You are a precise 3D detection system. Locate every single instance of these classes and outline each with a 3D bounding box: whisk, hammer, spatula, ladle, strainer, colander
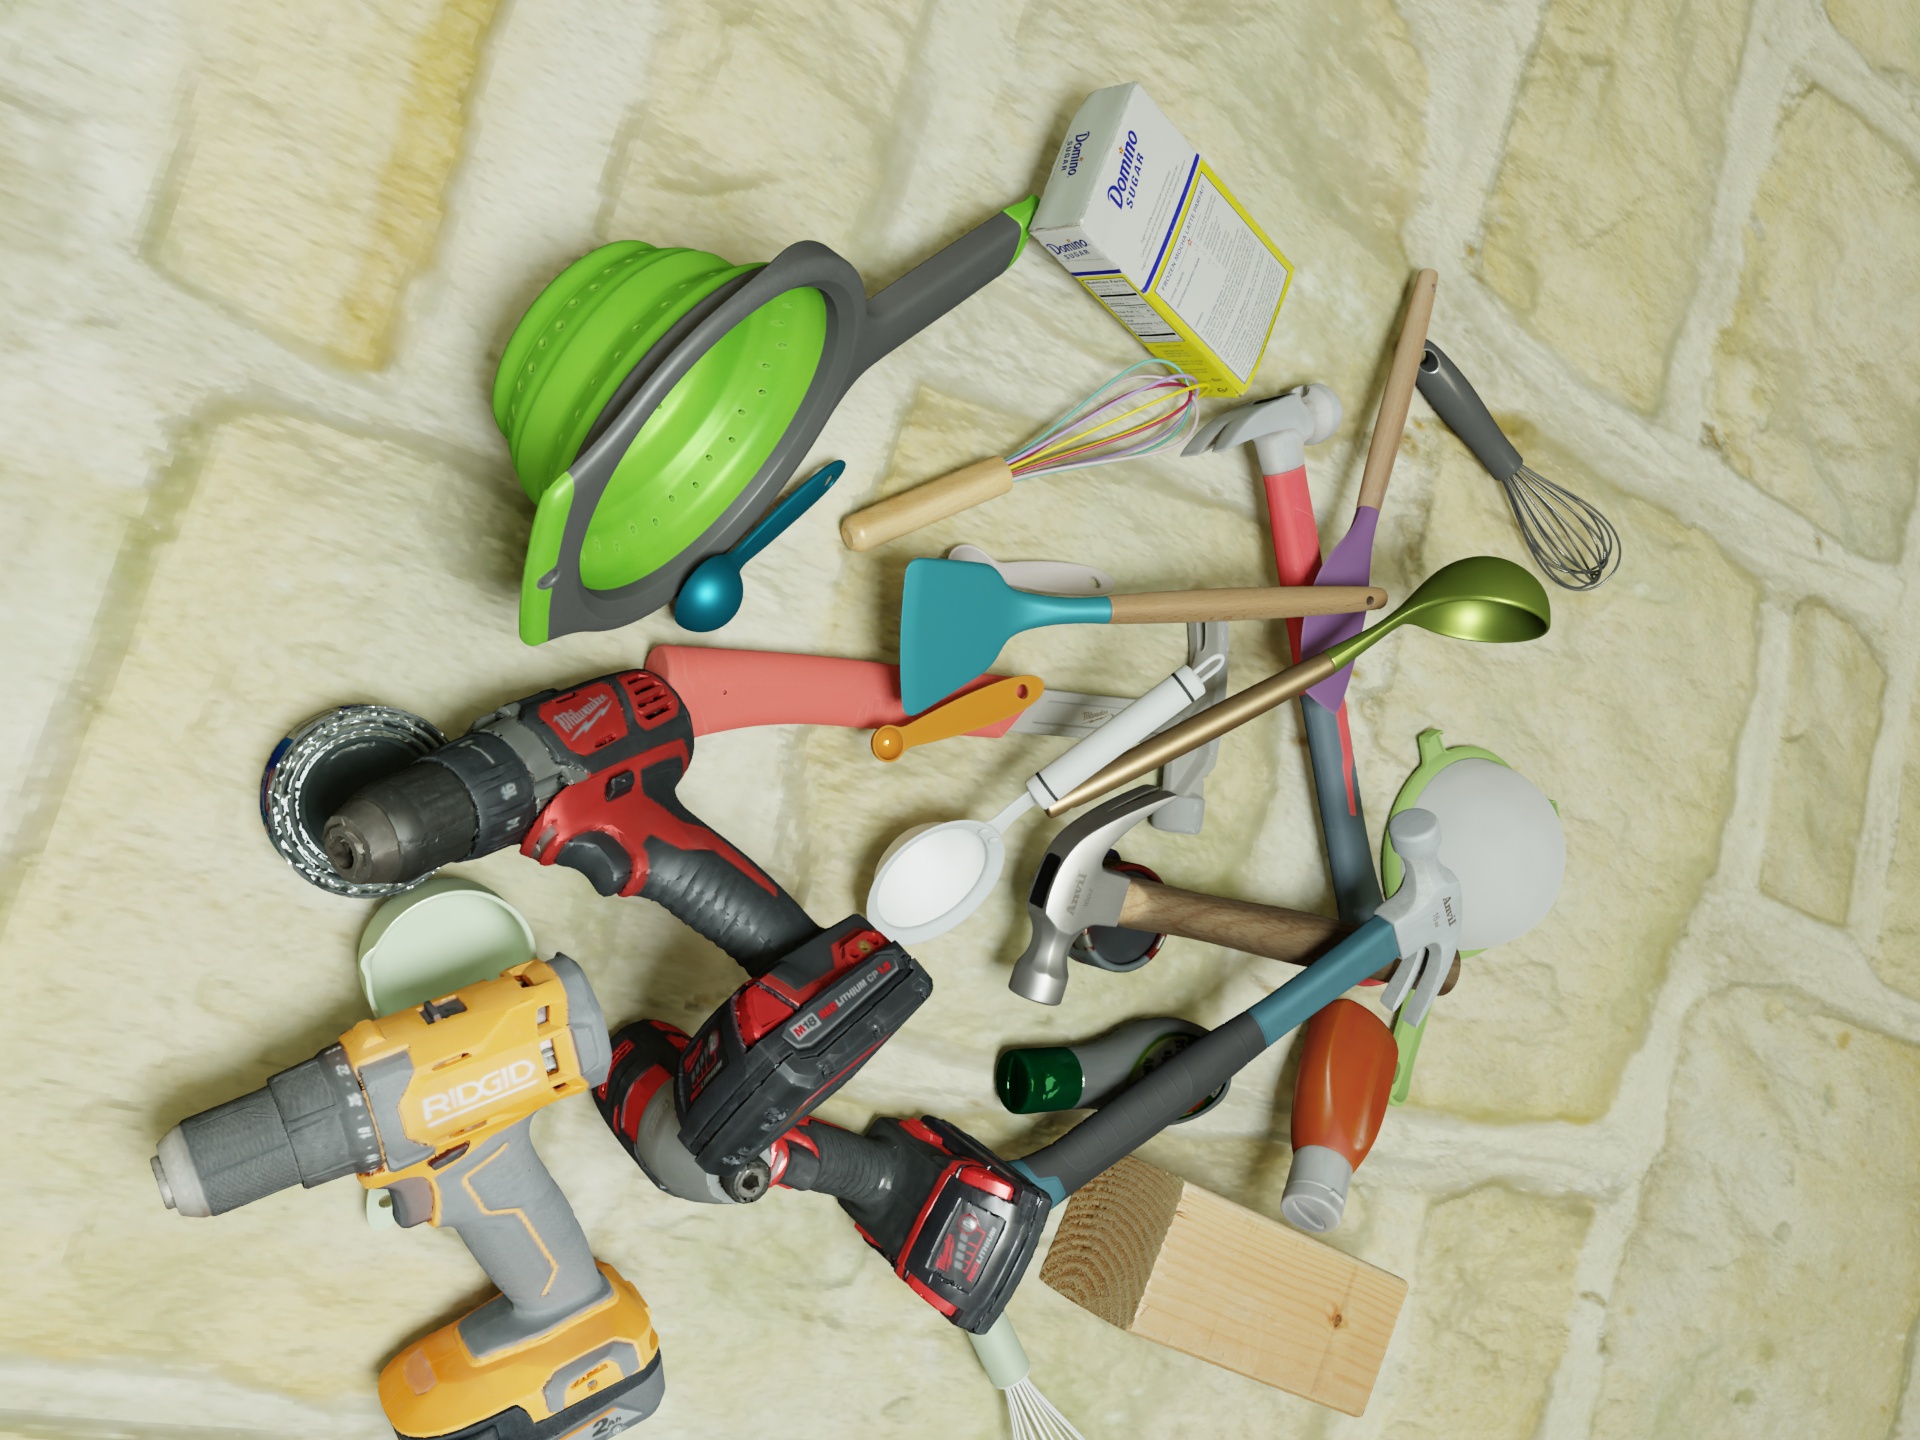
[{"bbox_3d":[0.032,0.382,0.917,0.058,0.059,0.246,-26,102,-10],"label":"whisk"},{"bbox_3d":[0.159,0.185,0.920,0.331,0.033,0.128,-32,122,-14],"label":"hammer"},{"bbox_3d":[0.042,-0.148,0.887,0.245,0.047,0.051,-26,115,-23],"label":"whisk"},{"bbox_3d":[0.260,-0.154,0.997,0.059,0.018,0.316,35,66,-37],"label":"spatula"},{"bbox_3d":[0.220,-0.007,0.994,0.143,0.038,0.386,-28,110,-46],"label":"hammer"},{"bbox_3d":[0.194,-0.011,0.908,0.320,0.078,0.062,-27,81,-9],"label":"ladle"},{"bbox_3d":[0.037,0.042,0.857,0.258,0.050,0.086,-36,140,4],"label":"strainer"},{"bbox_3d":[-0.096,-0.192,0.771,0.094,0.204,0.397,39,51,8],"label":"colander"},{"bbox_3d":[0.379,-0.176,1.094,0.238,0.055,0.055,43,72,-22],"label":"whisk"},{"bbox_3d":[0.108,-0.058,0.877,0.317,0.044,0.082,-5,107,-22],"label":"spatula"},{"bbox_3d":[0.346,0.143,1.079,0.151,0.069,0.256,27,77,-30],"label":"strainer"},{"bbox_3d":[0.182,0.123,0.952,0.331,0.031,0.130,15,93,-31],"label":"hammer"},{"bbox_3d":[0.002,-0.019,0.877,0.358,0.037,0.149,5,90,-32],"label":"hammer"}]

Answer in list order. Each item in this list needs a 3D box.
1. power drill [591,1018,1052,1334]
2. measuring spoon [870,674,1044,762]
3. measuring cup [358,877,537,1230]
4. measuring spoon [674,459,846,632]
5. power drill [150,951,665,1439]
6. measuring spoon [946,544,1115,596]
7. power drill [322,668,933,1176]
[{"bbox_3d":[-0.068,0.223,0.788,0.219,0.143,0.078,32,82,-31],"label":"power drill"},{"bbox_3d":[-0.001,-0.003,0.851,0.117,0.011,0.021,-21,103,-33],"label":"measuring spoon"},{"bbox_3d":[-0.251,0.152,0.736,0.083,0.038,0.167,13,97,-35],"label":"measuring cup"},{"bbox_3d":[-0.094,-0.088,0.808,0.021,0.042,0.129,36,65,15],"label":"measuring spoon"},{"bbox_3d":[-0.233,0.233,0.704,0.185,0.084,0.226,-19,112,-29],"label":"power drill"},{"bbox_3d":[0.039,-0.079,0.910,0.124,0.018,0.034,0,66,-38],"label":"measuring spoon"},{"bbox_3d":[-0.142,0.082,0.689,0.227,0.080,0.188,46,34,11],"label":"power drill"}]
